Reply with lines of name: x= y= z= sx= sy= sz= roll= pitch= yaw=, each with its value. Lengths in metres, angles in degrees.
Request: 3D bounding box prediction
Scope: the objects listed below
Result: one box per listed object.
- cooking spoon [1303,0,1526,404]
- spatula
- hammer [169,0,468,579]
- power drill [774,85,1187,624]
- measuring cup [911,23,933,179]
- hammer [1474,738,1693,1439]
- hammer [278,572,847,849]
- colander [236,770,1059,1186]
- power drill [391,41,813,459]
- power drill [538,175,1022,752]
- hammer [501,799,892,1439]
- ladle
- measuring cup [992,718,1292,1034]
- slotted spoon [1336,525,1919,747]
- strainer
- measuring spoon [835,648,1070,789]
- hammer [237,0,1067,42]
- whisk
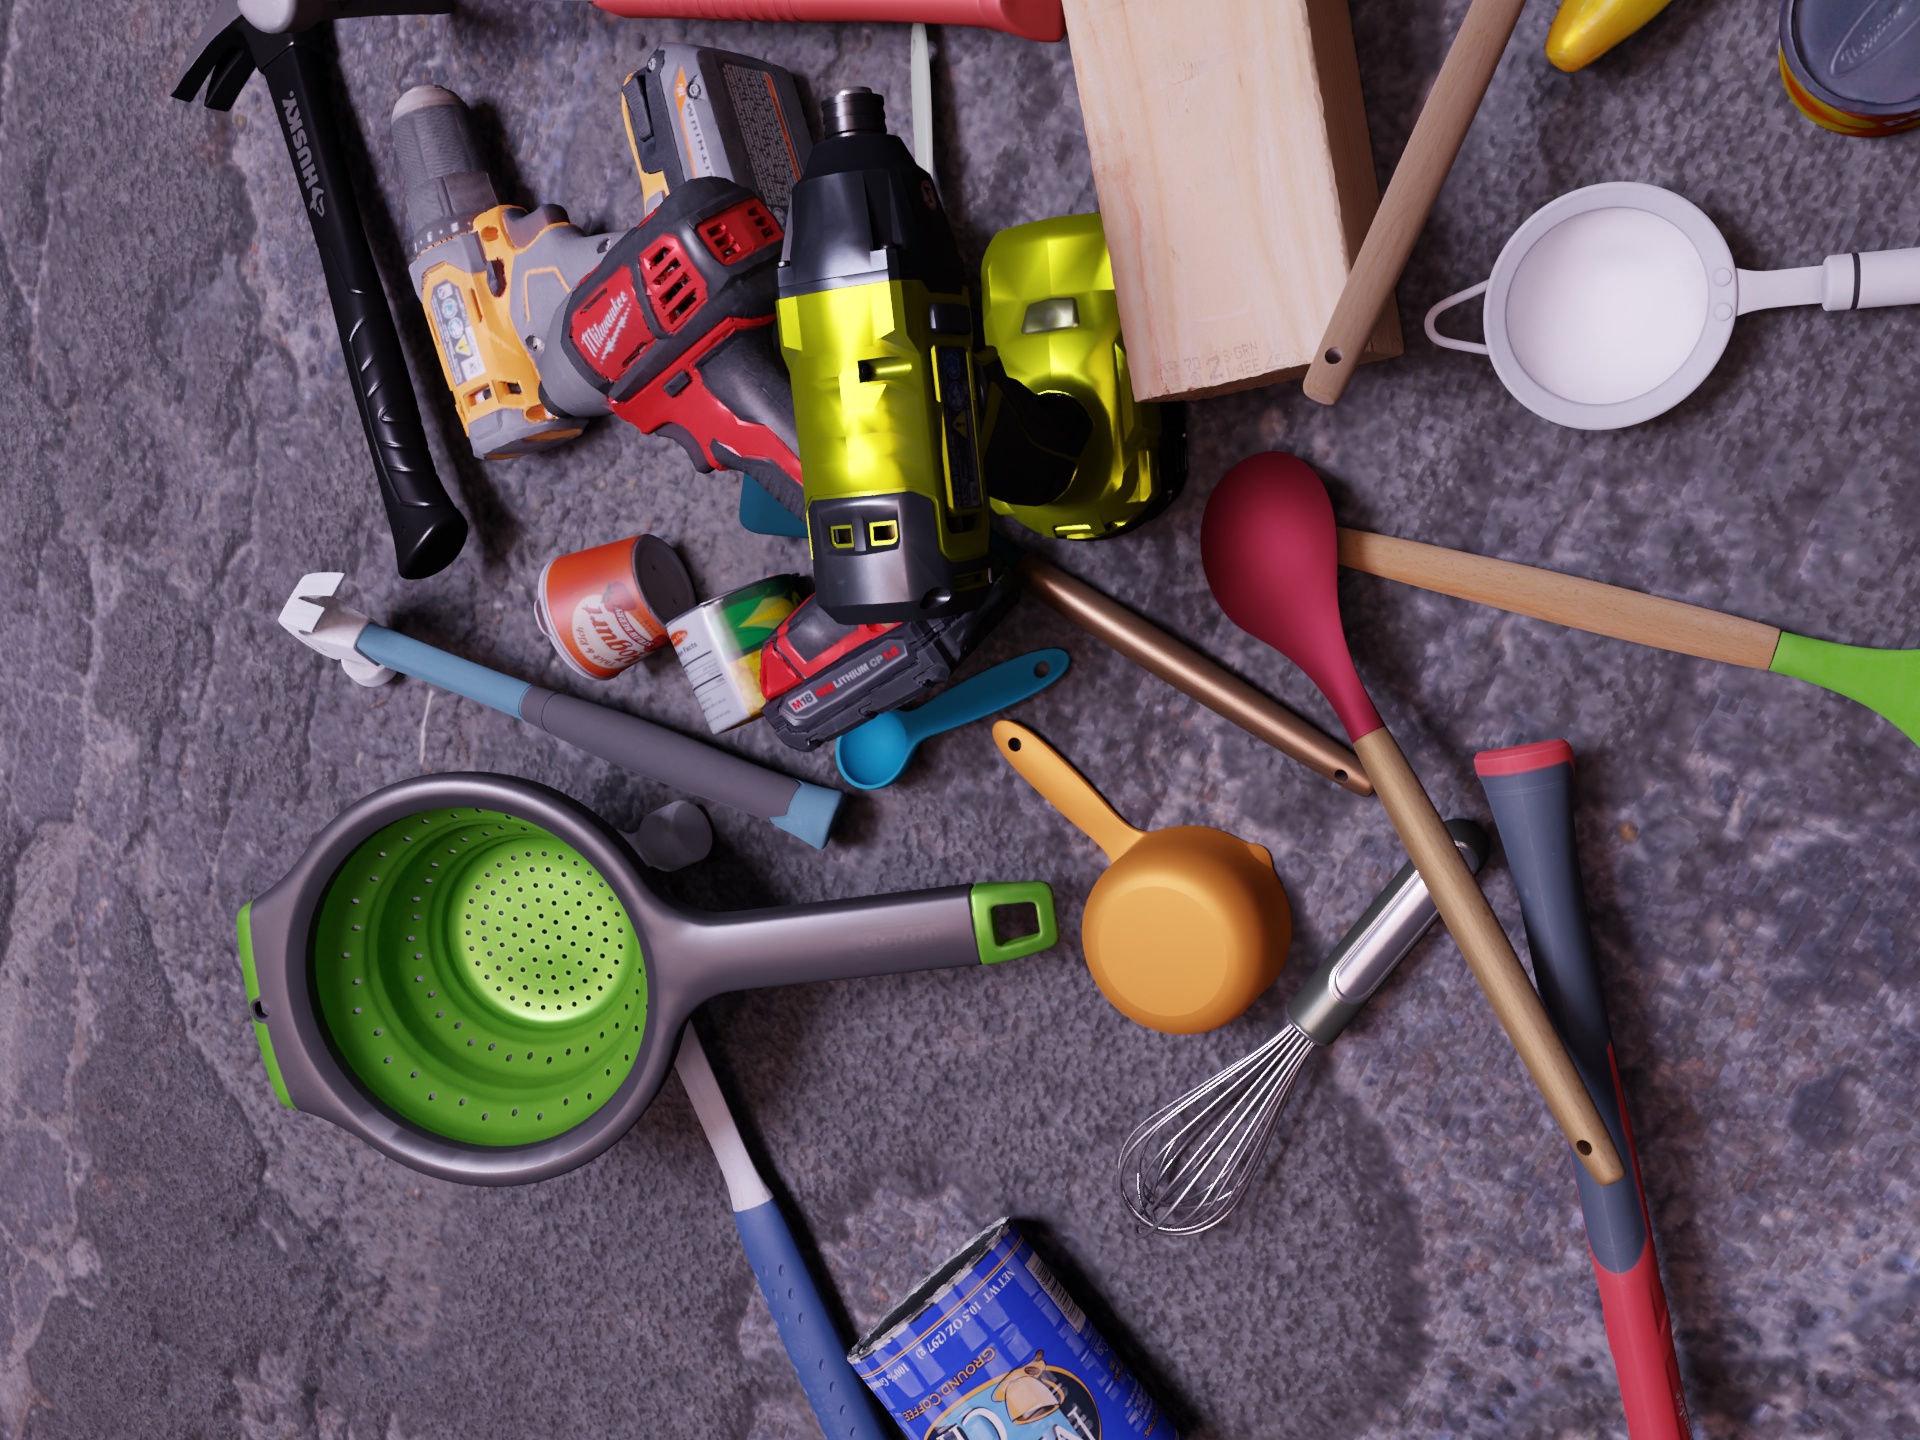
cooking spoon: x=0.190 y=-0.256 z=0.547 sx=0.069 sy=0.017 sz=0.319 roll=25 pitch=92 yaw=20
spatula: x=0.042 y=-0.050 z=0.707 sx=0.318 sy=0.044 sz=0.082 roll=33 pitch=129 yaw=16
hammer: x=-0.326 y=-0.236 z=0.840 sx=0.146 sy=0.035 sz=0.335 roll=-19 pitch=85 yaw=30
power drill: x=0.011 y=-0.136 z=0.600 sx=0.080 sy=0.223 sz=0.171 roll=-1 pitch=100 yaw=27
measuring cup: x=-0.032 y=-0.226 z=0.694 sx=0.038 sy=0.083 sz=0.167 roll=0 pitch=89 yaw=-17
hammer: x=0.250 y=0.200 z=0.611 sx=0.038 sy=0.143 sz=0.386 roll=-11 pitch=91 yaw=31
hammer: x=-0.208 y=-0.003 z=0.823 sx=0.331 sy=0.128 sz=0.033 roll=20 pitch=75 yaw=14
colander: x=-0.146 y=0.108 z=0.783 sx=0.397 sy=0.094 sz=0.204 roll=-8 pitch=98 yaw=9
power drill: x=-0.179 y=-0.243 z=0.760 sx=0.226 sy=0.084 sz=0.185 roll=-15 pitch=94 yaw=34
power drill: x=-0.087 y=-0.104 z=0.681 sx=0.143 sy=0.078 sz=0.219 roll=-26 pitch=105 yaw=39
hammer: x=-0.120 y=0.251 z=0.859 sx=0.144 sy=0.035 sz=0.405 roll=-24 pitch=89 yaw=29
ladle: x=0.171 y=0.029 z=0.618 sx=0.069 sy=0.031 sz=0.316 roll=-41 pitch=66 yaw=42
measuring cup: x=0.068 y=0.066 z=0.712 sx=0.174 sy=0.052 sz=0.095 roll=44 pitch=117 yaw=10
slotted spoon: x=0.279 y=-0.031 z=0.600 sx=0.314 sy=0.031 sz=0.070 roll=18 pitch=107 yaw=24
strainer: x=0.298 y=-0.151 z=0.557 sx=0.258 sy=0.050 sz=0.086 roll=0 pitch=107 yaw=21
measuring spoon: x=-0.001 y=-0.002 z=0.757 sx=0.128 sy=0.021 sz=0.042 roll=-24 pitch=67 yaw=20
hammer: x=-0.126 y=-0.323 z=0.702 sx=0.359 sy=0.149 sz=0.036 roll=8 pitch=119 yaw=16
whisk: x=0.147 y=0.139 z=0.693 sx=0.058 sy=0.059 sz=0.246 roll=35 pitch=110 yaw=3
